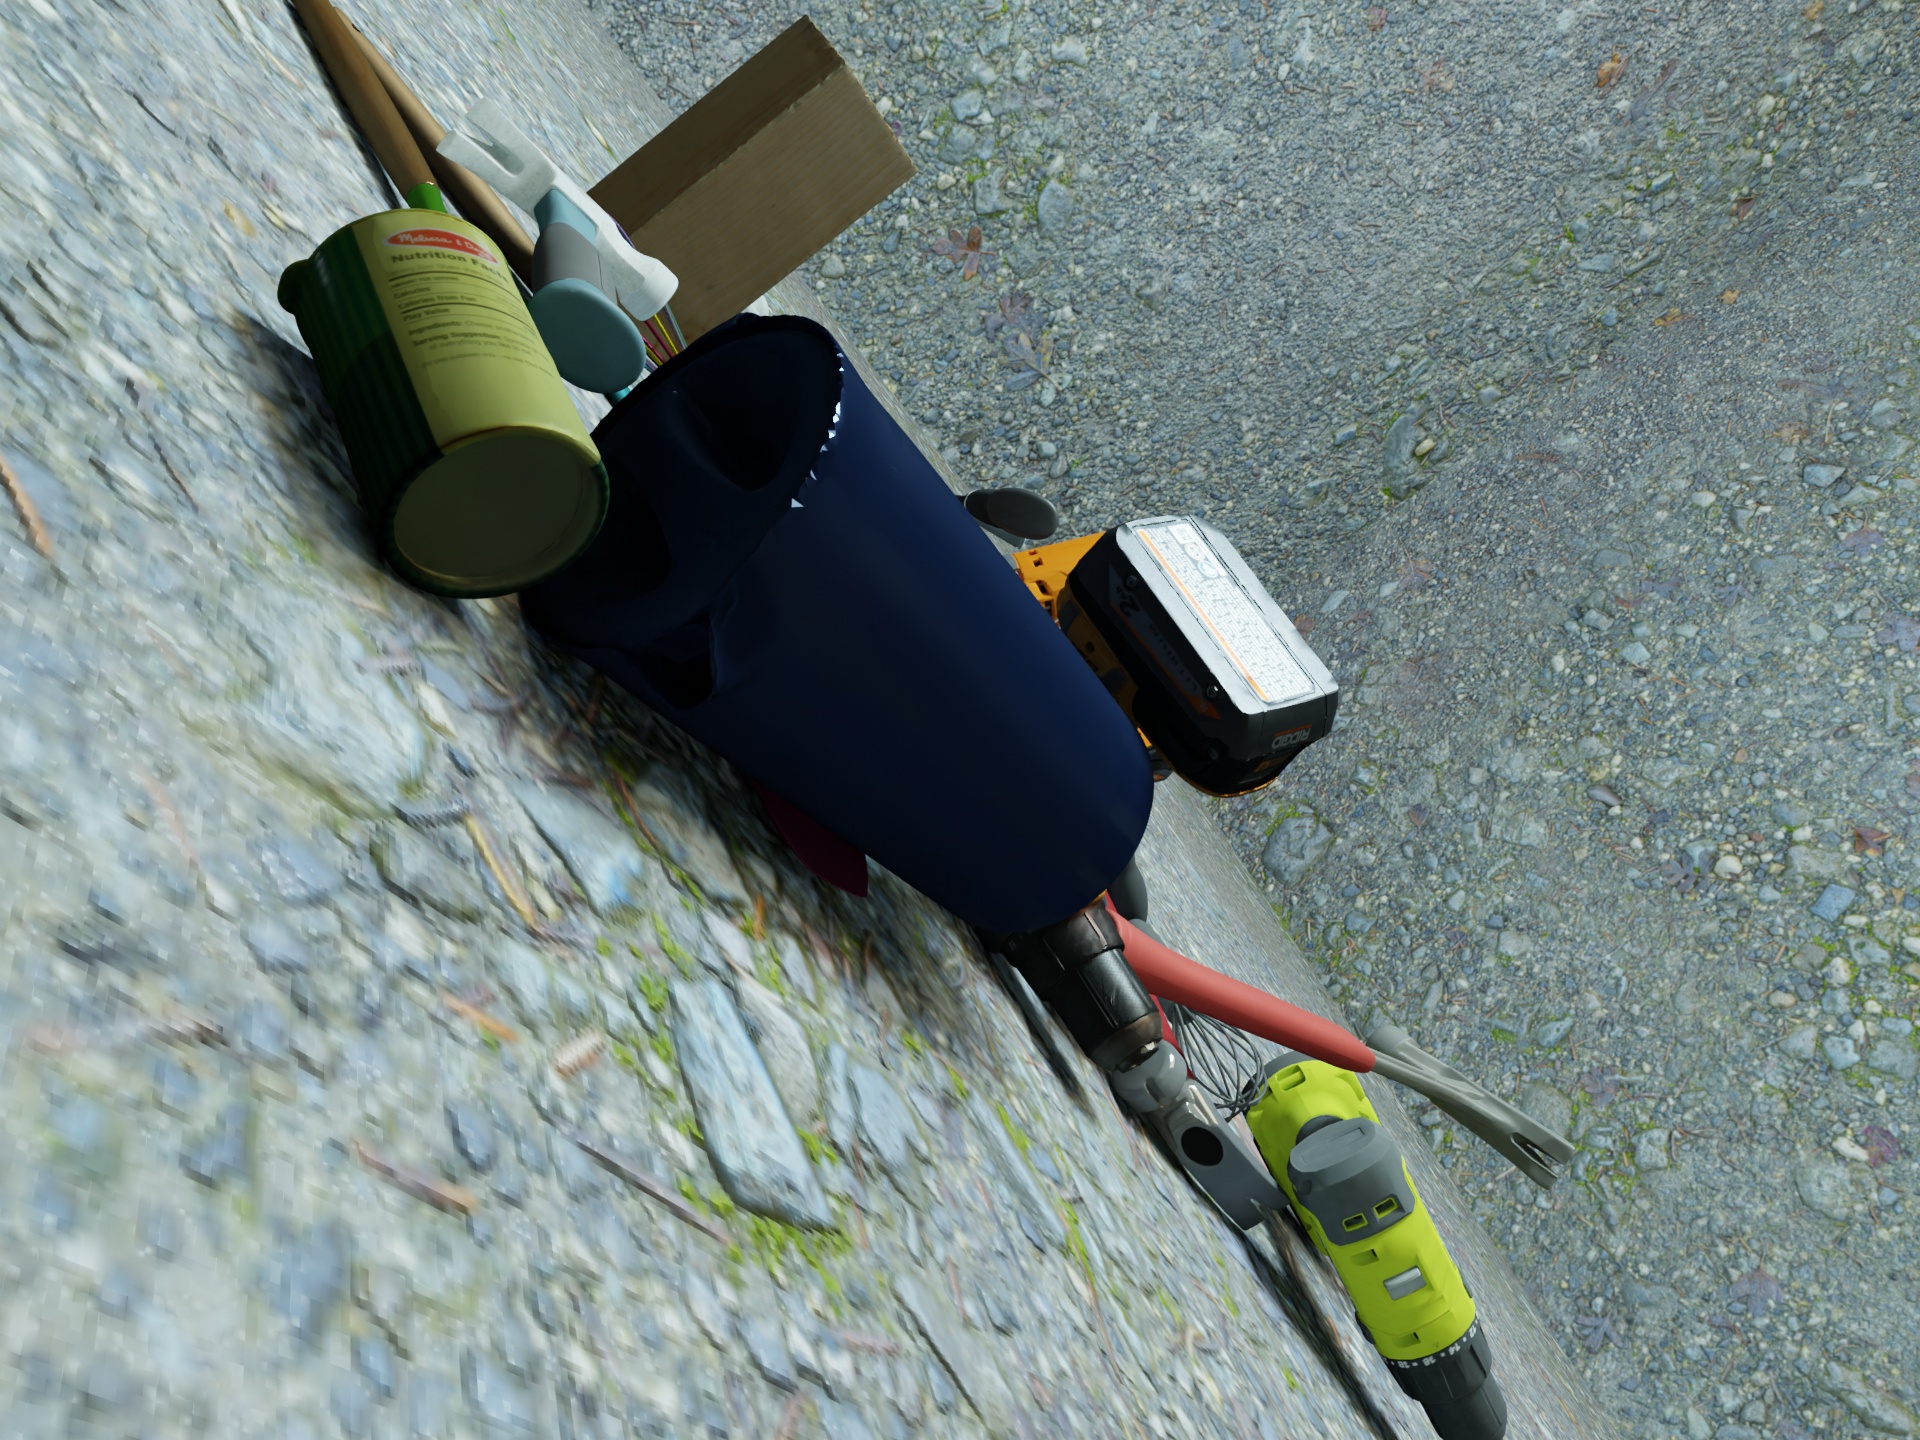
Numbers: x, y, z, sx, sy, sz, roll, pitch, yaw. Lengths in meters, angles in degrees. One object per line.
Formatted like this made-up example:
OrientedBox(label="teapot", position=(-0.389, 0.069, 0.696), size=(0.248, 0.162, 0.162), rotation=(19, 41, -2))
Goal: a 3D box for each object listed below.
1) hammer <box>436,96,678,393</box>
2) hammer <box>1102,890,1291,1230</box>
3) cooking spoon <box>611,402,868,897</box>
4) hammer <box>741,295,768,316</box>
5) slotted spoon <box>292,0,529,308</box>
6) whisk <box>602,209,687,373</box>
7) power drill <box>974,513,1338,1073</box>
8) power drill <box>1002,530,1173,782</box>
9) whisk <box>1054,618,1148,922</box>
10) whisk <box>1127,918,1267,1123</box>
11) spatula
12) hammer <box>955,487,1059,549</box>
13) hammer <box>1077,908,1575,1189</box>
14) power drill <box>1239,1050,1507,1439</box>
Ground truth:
OrientedBox(label="hammer", position=(-0.161, -0.191, 0.660), size=(0.128, 0.033, 0.331), rotation=(41, 9, -27))
OrientedBox(label="hammer", position=(0.101, 0.147, 1.008), size=(0.143, 0.038, 0.387), rotation=(51, 8, -28))
OrientedBox(label="cooking spoon", position=(-0.107, -0.045, 0.690), size=(0.068, 0.017, 0.319), rotation=(35, 20, -48))
OrientedBox(label="hammer", position=(-0.046, -0.145, 1.125), size=(0.405, 0.035, 0.144), rotation=(52, 7, -6))
OrientedBox(label="slotted spoon", position=(-0.249, -0.250, 0.708), size=(0.314, 0.031, 0.070), rotation=(56, 4, 27))
OrientedBox(label="whisk", position=(-0.160, -0.192, 0.926), size=(0.244, 0.051, 0.047), rotation=(55, -5, -35))
OrientedBox(label="power drill", position=(0.073, 0.041, 0.729), size=(0.084, 0.226, 0.185), rotation=(-13, 61, -41))
OrientedBox(label="power drill", position=(0.118, -0.049, 1.242), size=(0.084, 0.164, 0.226), rotation=(-112, -170, -48))
OrientedBox(label="whisk", position=(0.105, 0.044, 1.127), size=(0.070, 0.070, 0.284), rotation=(-113, -170, -58))
OrientedBox(label="whisk", position=(0.148, 0.192, 1.067), size=(0.055, 0.055, 0.239), rotation=(50, 4, -23))
OrientedBox(label="spatula", position=(-0.208, -0.235, 0.818), size=(0.317, 0.044, 0.082), rotation=(51, 12, -12))
OrientedBox(label="hammer", position=(0.016, -0.159, 1.192), size=(0.149, 0.036, 0.409), rotation=(20, 6, -12))
OrientedBox(label="hammer", position=(0.200, 0.181, 0.901), size=(0.358, 0.037, 0.149), rotation=(27, 4, -37))
OrientedBox(label="power drill", position=(0.245, 0.305, 0.949), size=(0.190, 0.080, 0.228), rotation=(63, 3, -5))
